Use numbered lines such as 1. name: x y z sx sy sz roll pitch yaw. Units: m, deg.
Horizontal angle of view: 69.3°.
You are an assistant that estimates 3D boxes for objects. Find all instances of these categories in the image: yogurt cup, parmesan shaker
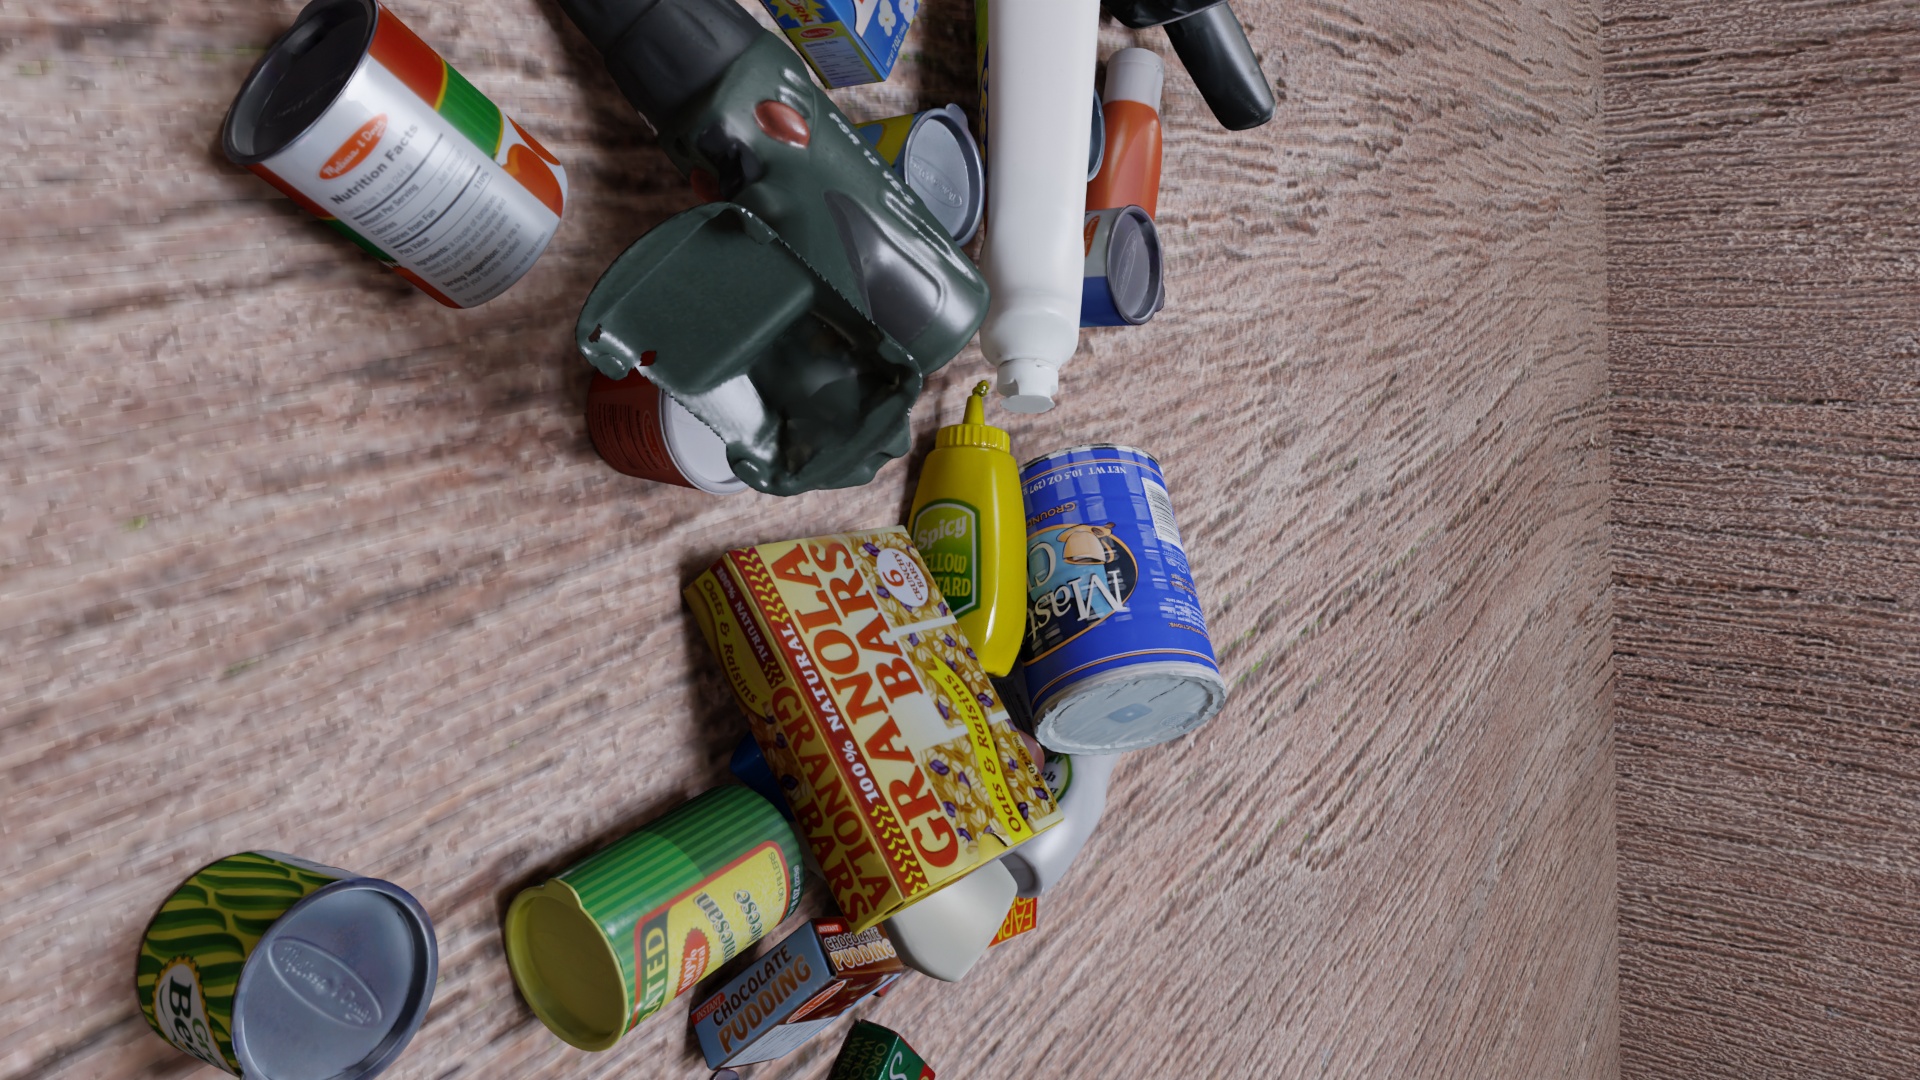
1. yogurt cup: -0.114 -0.053 0.565 0.072 0.054 0.072 -4 95 -55
2. parmesan shaker: -0.118 0.144 0.554 0.103 0.071 0.071 -24 111 -52

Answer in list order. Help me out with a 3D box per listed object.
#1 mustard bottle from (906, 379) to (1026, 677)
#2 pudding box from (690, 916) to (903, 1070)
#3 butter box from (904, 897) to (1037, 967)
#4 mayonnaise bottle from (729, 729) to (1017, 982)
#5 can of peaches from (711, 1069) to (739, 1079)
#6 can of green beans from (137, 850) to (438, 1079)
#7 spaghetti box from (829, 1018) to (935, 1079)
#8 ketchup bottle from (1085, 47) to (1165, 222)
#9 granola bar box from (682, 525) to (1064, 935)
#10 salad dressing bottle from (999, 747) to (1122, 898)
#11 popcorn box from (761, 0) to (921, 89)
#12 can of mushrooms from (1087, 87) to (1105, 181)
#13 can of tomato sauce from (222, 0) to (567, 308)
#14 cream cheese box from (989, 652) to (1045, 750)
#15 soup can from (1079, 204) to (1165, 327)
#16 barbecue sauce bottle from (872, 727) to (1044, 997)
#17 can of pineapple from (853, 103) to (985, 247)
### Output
1. mustard bottle: 0.003 -0.009 0.731 0.049 0.065 0.160 23 67 -58
2. pudding box: -0.072 0.199 0.613 0.049 0.083 0.030 19 37 -53
3. butter box: 0.008 0.202 0.777 0.104 0.024 0.053 0 92 -55
4. mayonnaise bottle: -0.042 0.138 0.645 0.148 0.041 0.065 45 64 -17
5. can of peaches: -0.091 0.276 0.608 0.071 0.058 0.071 -5 96 -55
6. can of green beans: -0.209 0.134 0.432 0.071 0.058 0.071 -4 95 -55
7. spaghetti box: -0.081 0.352 0.652 0.251 0.028 0.050 -62 138 -33
8. ketchup bottle: 0.102 -0.236 0.878 0.064 0.043 0.149 25 71 -54
9. granola bar box: -0.036 0.076 0.624 0.124 0.039 0.166 -10 66 -54
10. salad dressing bottle: 0.061 0.134 0.785 0.044 0.064 0.148 56 45 -15
11. popcorn box: -0.051 -0.292 0.660 0.085 0.038 0.127 46 55 -47
12. can of mushrooms: 0.055 -0.241 0.818 0.071 0.033 0.071 -5 96 -56
13. can of tomato sauce: -0.182 -0.126 0.455 0.083 0.071 0.071 40 59 -49
14. cream cheese box: 0.050 0.102 0.834 0.054 0.024 0.103 -51 131 -39
15. soup can: 0.065 -0.152 0.793 0.071 0.084 0.071 -5 96 -55
16. barbecue sauce bottle: -0.017 0.158 0.711 0.149 0.065 0.043 -57 155 -25
17. can of pineapple: -0.029 -0.174 0.679 0.071 0.058 0.071 -4 95 -55
